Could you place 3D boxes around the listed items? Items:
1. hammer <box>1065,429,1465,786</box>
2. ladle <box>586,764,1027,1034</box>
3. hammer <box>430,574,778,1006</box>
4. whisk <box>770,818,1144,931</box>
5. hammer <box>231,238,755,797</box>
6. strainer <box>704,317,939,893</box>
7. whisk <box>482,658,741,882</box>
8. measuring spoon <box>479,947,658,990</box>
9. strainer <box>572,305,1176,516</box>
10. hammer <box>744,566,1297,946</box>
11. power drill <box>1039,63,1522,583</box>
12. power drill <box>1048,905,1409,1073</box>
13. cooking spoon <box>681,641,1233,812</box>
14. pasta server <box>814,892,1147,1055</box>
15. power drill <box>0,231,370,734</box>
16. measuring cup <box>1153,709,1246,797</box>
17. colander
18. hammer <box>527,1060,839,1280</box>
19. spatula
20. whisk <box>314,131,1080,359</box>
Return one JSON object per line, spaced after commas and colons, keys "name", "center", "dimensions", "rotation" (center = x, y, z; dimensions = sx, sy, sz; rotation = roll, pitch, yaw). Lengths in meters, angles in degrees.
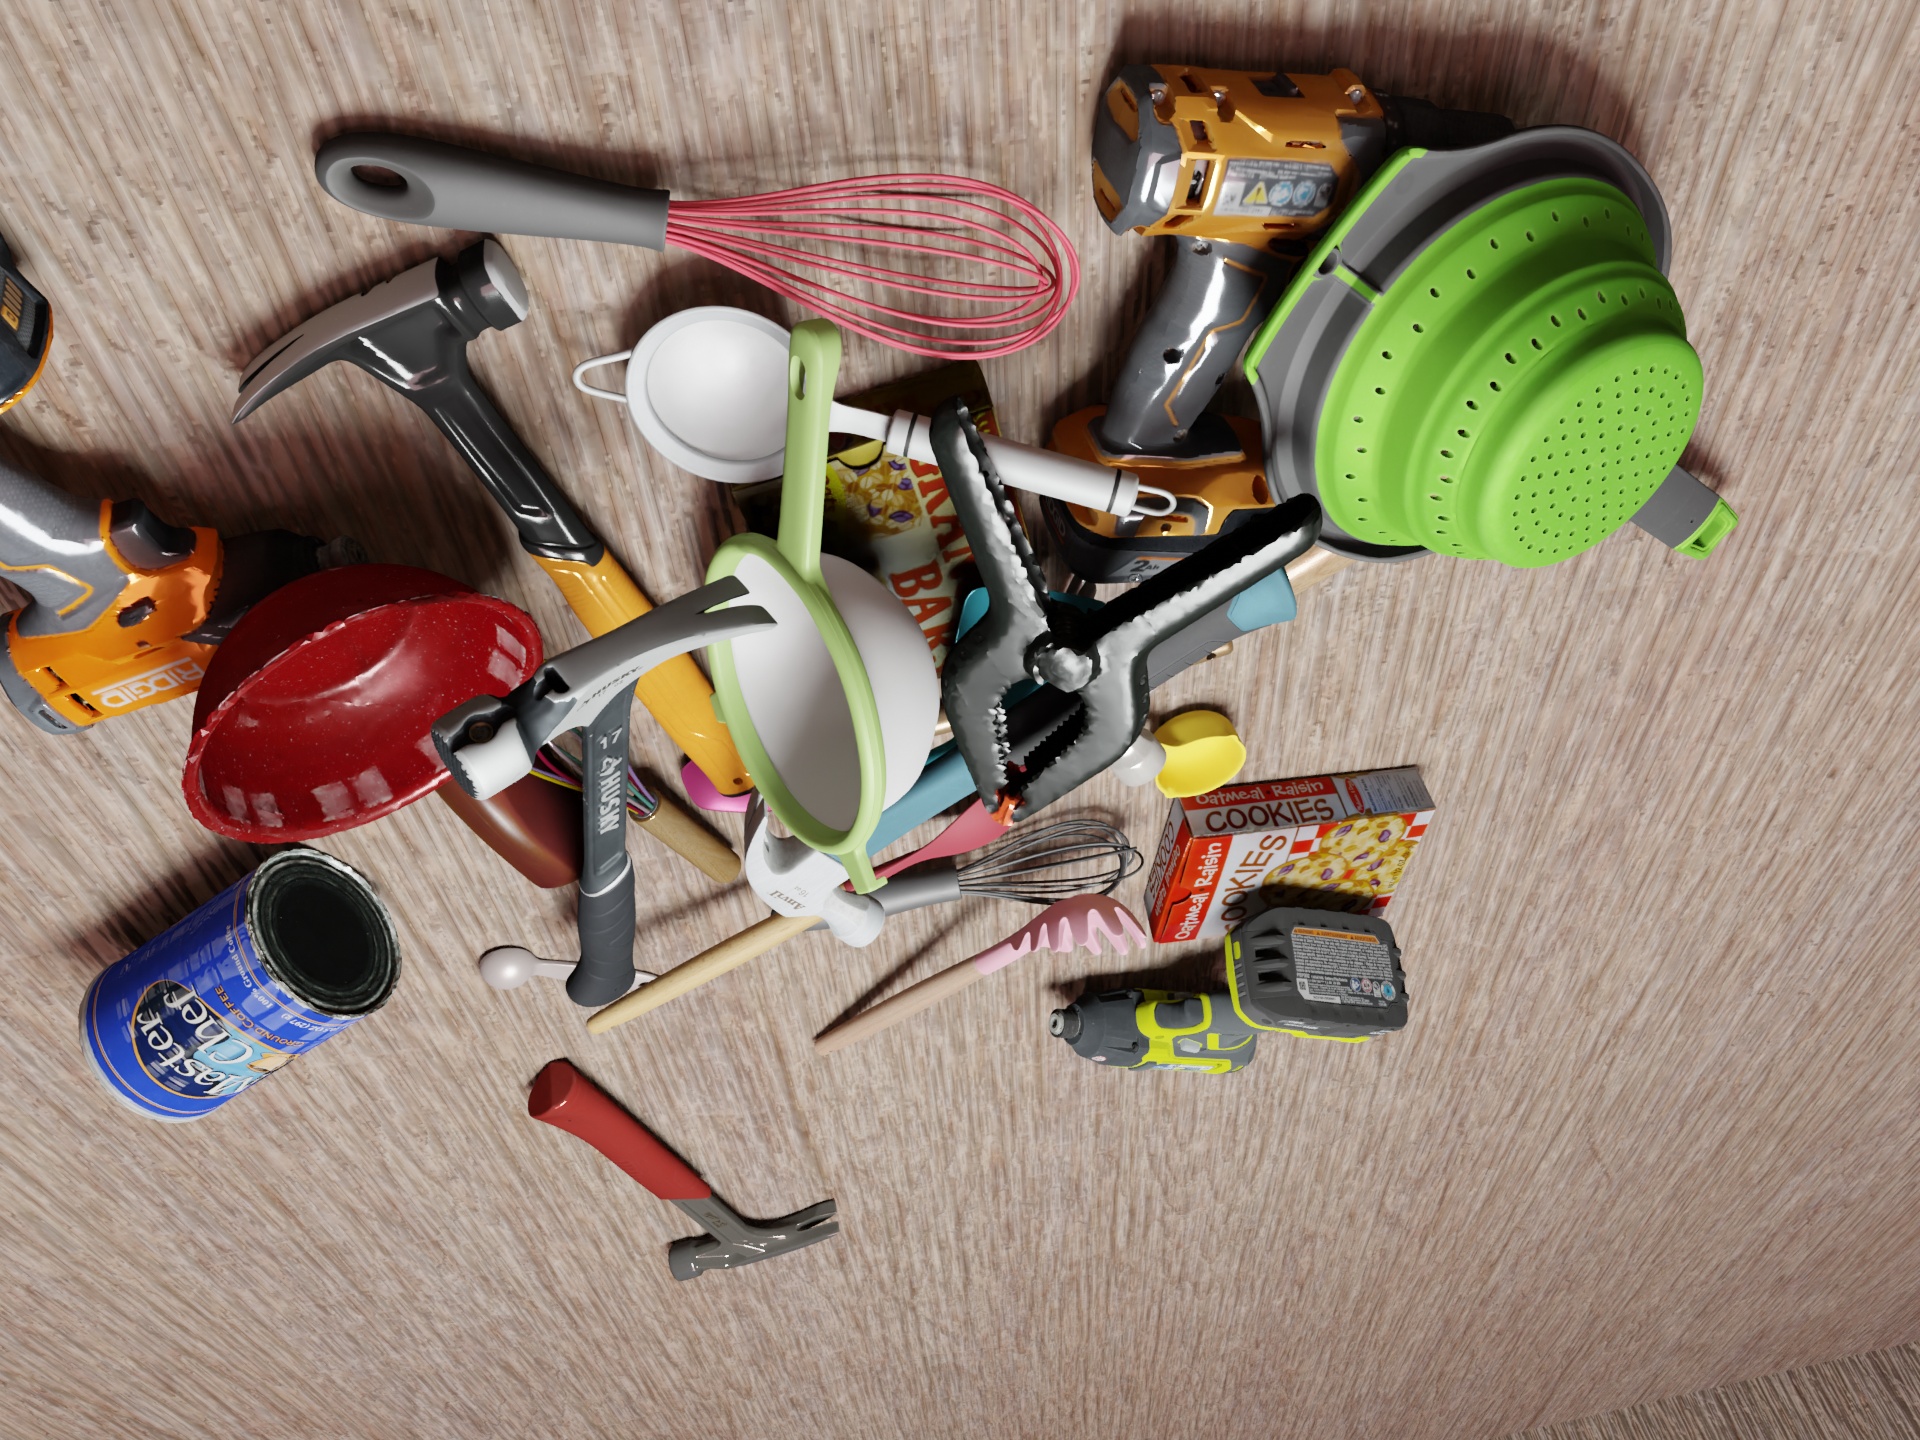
{"name": "hammer", "center": [0.188, -0.092, 0.823], "dimensions": [0.331, 0.031, 0.129], "rotation": [-33, 125, 14]}
{"name": "ladle", "center": [-0.091, 0.114, 0.958], "dimensions": [0.315, 0.031, 0.069], "rotation": [-29, 170, 7]}
{"name": "hammer", "center": [-0.175, 0.064, 0.797], "dimensions": [0.149, 0.036, 0.408], "rotation": [-35, 165, -26]}
{"name": "whisk", "center": [-0.003, 0.105, 1.003], "dimensions": [0.239, 0.055, 0.055], "rotation": [-11, 140, 1]}
{"name": "hammer", "center": [-0.182, -0.064, 0.749], "dimensions": [0.127, 0.034, 0.336], "rotation": [-22, 138, 8]}
{"name": "strainer", "center": [-0.049, -0.060, 0.692], "dimensions": [0.069, 0.152, 0.256], "rotation": [-20, 137, -30]}
{"name": "whisk", "center": [-0.178, 0.034, 0.857], "dimensions": [0.051, 0.047, 0.244], "rotation": [2, 155, 23]}
{"name": "measuring spoon", "center": [-0.247, 0.168, 1.023], "dimensions": [0.124, 0.018, 0.034], "rotation": [13, 133, -30]}
{"name": "strainer", "center": [-0.033, -0.125, 0.680], "dimensions": [0.258, 0.050, 0.086], "rotation": [15, 133, -1]}
{"name": "hammer", "center": [0.024, 0.012, 0.790], "dimensions": [0.331, 0.033, 0.128], "rotation": [-32, 134, 24]}
{"name": "power drill", "center": [0.135, -0.171, 0.698], "dimensions": [0.185, 0.084, 0.226], "rotation": [-4, 135, -15]}
{"name": "power drill", "center": [0.182, 0.199, 1.108], "dimensions": [0.171, 0.080, 0.223], "rotation": [10, 153, -30]}
{"name": "cooking spoon", "center": [-0.001, -0.003, 0.898], "dimensions": [0.319, 0.017, 0.068], "rotation": [-15, 138, 2]}
{"name": "pasta server", "center": [-0.001, 0.176, 1.046], "dimensions": [0.060, 0.040, 0.316], "rotation": [9, 149, -40]}
{"name": "power drill", "center": [-0.361, -0.090, 0.642], "dimensions": [0.164, 0.084, 0.226], "rotation": [-19, 145, 4]}
{"name": "measuring cup", "center": [0.101, 0.006, 0.928], "dimensions": [0.156, 0.029, 0.062], "rotation": [18, 130, -33]}
{"name": "colander", "center": [0.294, -0.117, 0.722], "dimensions": [0.396, 0.095, 0.204], "rotation": [15, 120, -43]}
{"name": "hammer", "center": [-0.220, 0.350, 1.232], "dimensions": [0.149, 0.037, 0.358], "rotation": [-19, 141, 5]}
{"name": "spatula", "center": [-0.030, 0.027, 0.883], "dimensions": [0.082, 0.044, 0.317], "rotation": [4, 152, -31]}
{"name": "whisk", "center": [-0.095, -0.193, 0.621], "dimensions": [0.295, 0.073, 0.073], "rotation": [5, 137, -13]}
